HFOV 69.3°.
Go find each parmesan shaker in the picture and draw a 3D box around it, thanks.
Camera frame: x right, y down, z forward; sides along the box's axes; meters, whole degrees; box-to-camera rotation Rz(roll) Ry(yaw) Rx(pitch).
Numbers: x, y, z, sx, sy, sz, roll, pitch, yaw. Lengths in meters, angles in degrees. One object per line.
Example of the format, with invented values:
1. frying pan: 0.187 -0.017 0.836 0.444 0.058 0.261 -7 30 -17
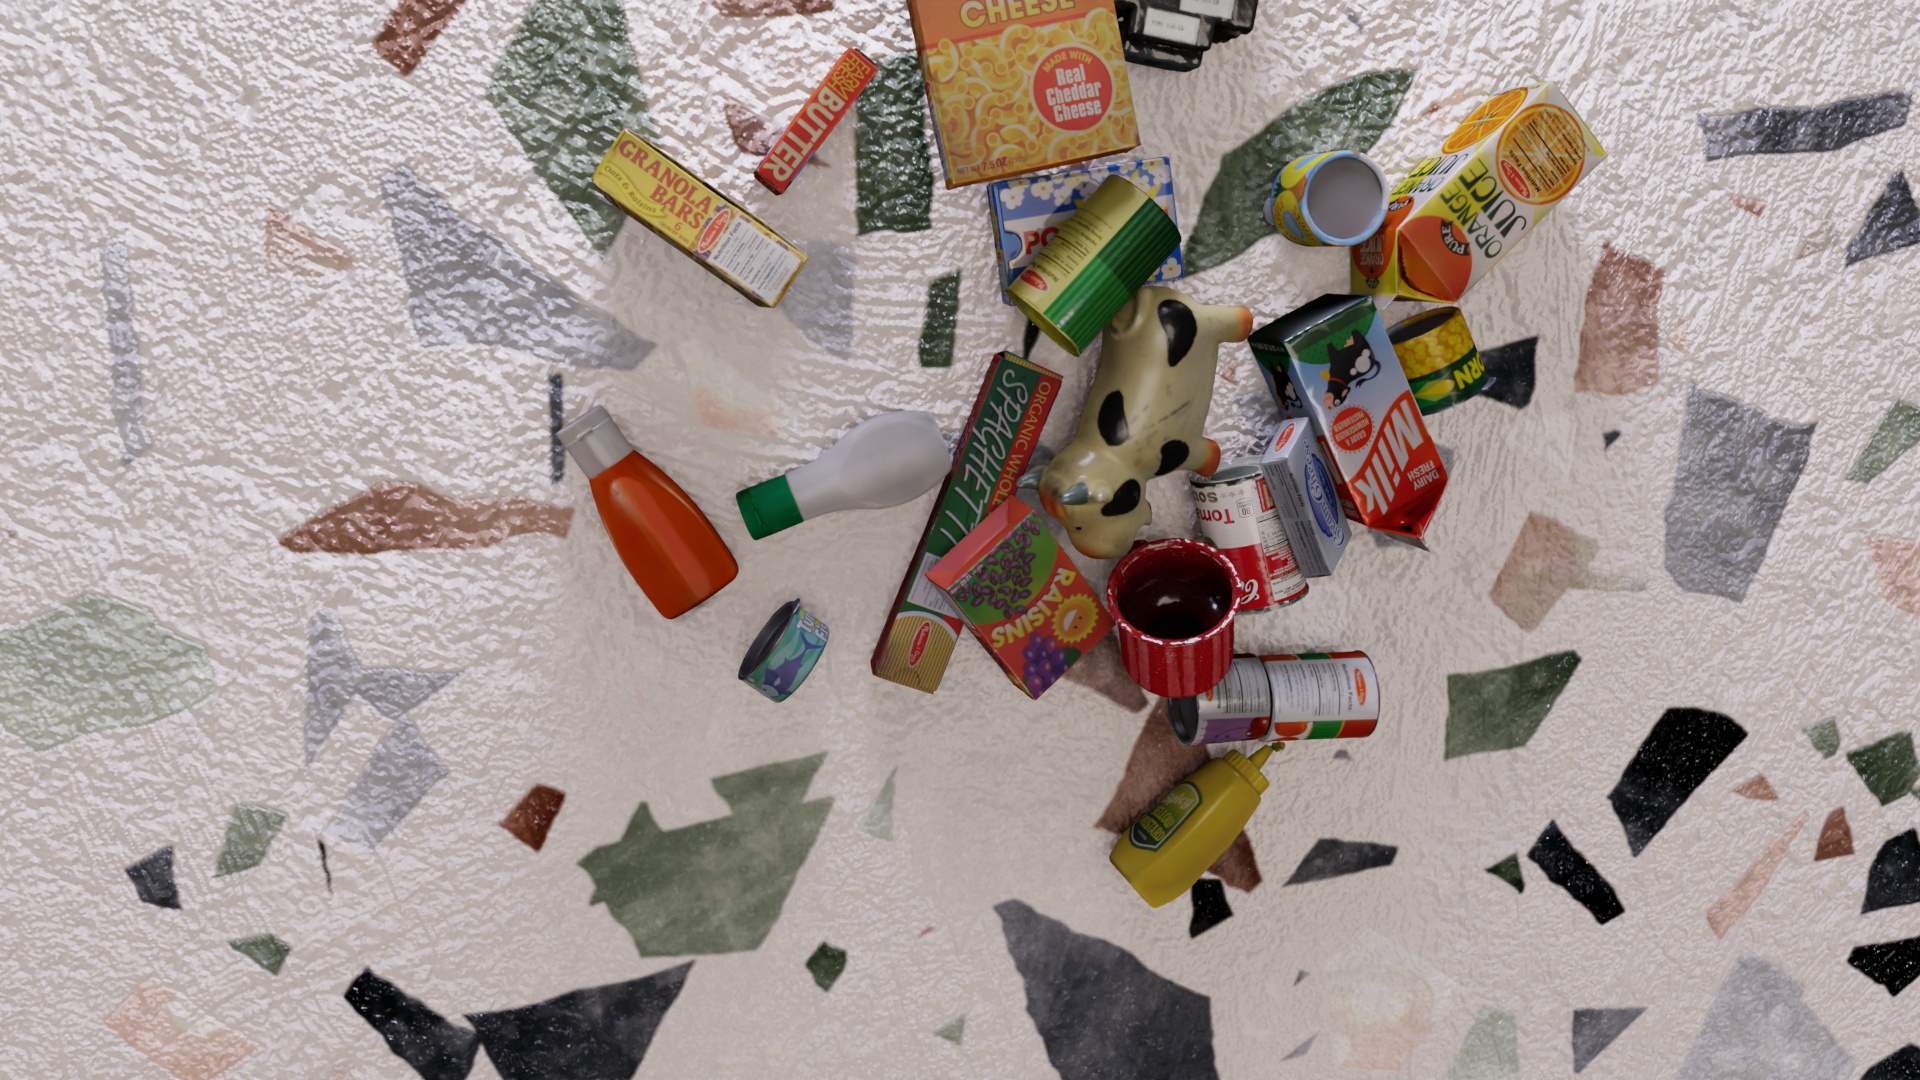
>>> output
1. parmesan shaker: 0.090 -0.180 0.916 0.071 0.071 0.103 42 92 -15

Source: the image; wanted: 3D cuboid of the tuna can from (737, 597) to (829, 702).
1. tuna can: -0.122 0.076 0.971 0.033 0.071 0.071 37 93 -16

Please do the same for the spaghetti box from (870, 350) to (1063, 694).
1. spaghetti box: 0.004 -0.012 0.995 0.050 0.029 0.249 20 97 -14

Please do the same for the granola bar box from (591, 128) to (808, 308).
1. granola bar box: -0.161 -0.195 0.859 0.124 0.166 0.039 34 92 -15

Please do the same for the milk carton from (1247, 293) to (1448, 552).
1. milk carton: 0.289 -0.079 1.011 0.073 0.072 0.190 -29 105 -4

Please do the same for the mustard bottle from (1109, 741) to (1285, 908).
1. mustard bottle: 0.186 0.206 1.056 0.160 0.065 0.048 -44 111 -6

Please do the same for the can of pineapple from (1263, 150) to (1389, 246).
1. can of pineapple: 0.259 -0.240 0.981 0.071 0.058 0.071 -2 102 -10

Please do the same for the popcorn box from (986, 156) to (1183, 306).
1. popcorn box: 0.087 -0.215 0.966 0.127 0.038 0.085 -11 104 -8

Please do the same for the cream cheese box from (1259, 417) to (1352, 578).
1. cream cheese box: 0.245 -0.029 0.984 0.054 0.024 0.103 -52 124 -41

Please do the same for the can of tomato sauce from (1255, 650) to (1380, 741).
1. can of tomato sauce: 0.263 0.118 1.051 0.083 0.071 0.071 -2 102 -9

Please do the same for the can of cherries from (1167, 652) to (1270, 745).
1. can of cherries: 0.192 0.119 1.039 0.058 0.071 0.071 -3 102 -10

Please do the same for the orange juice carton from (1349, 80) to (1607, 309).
1. orange juice carton: 0.354 -0.233 0.993 0.192 0.072 0.073 -44 105 0

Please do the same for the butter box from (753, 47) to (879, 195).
1. butter box: -0.096 -0.275 0.913 0.024 0.053 0.103 37 93 -17

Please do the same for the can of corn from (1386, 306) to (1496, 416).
1. can of corn: 0.345 -0.131 1.012 0.071 0.071 0.058 -29 104 -3

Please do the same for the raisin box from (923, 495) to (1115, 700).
1. raisin box: 0.044 0.042 0.988 0.086 0.040 0.123 -43 121 -9

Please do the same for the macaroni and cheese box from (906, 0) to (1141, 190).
1. macaroni and cheese box: 0.034 -0.315 0.867 0.124 0.040 0.166 -13 99 -6

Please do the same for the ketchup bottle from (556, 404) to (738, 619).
1. ketchup bottle: -0.216 -0.021 0.946 0.065 0.043 0.148 -34 105 -3

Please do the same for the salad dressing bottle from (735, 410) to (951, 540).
1. salad dressing bottle: -0.081 -0.043 0.967 0.148 0.044 0.064 -21 105 -4
